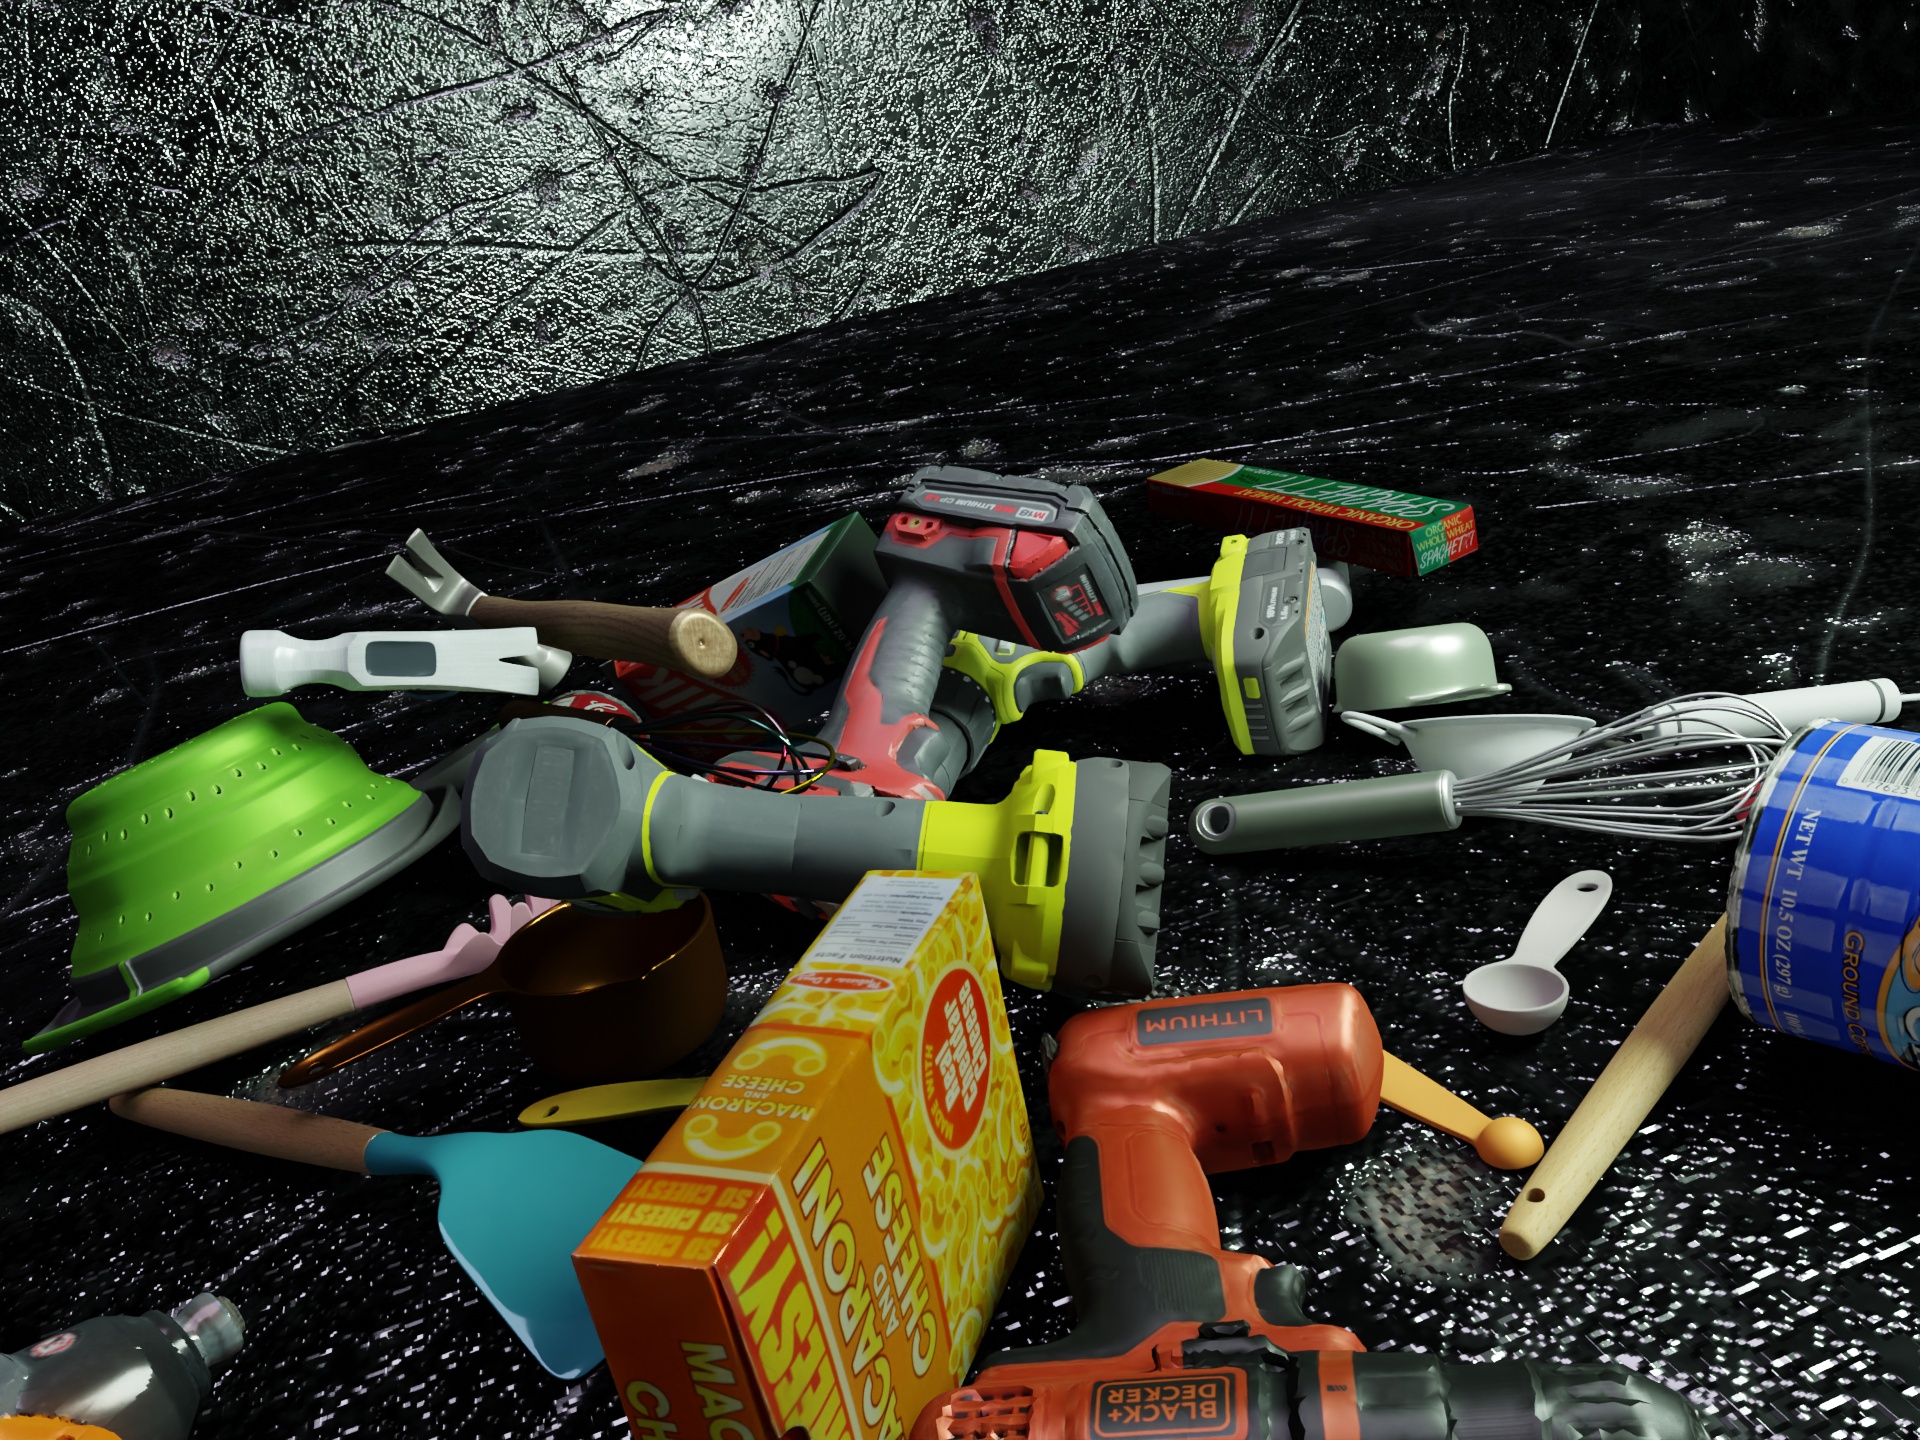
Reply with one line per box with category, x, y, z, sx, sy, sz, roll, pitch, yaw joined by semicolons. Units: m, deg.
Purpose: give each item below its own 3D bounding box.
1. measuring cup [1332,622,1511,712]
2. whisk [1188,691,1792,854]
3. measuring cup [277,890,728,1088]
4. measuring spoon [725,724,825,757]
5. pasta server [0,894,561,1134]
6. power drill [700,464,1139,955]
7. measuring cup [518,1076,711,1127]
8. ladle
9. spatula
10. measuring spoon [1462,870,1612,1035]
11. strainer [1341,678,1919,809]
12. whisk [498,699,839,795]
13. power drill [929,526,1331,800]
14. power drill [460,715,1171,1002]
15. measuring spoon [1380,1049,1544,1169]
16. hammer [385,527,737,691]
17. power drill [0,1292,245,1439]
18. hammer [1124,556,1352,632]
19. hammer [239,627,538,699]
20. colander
measuring cup;0.219;-0.027;0.729;0.083;0.038;0.167;-7;-1;1
whisk;0.207;0.031;0.643;0.246;0.058;0.059;-10;-22;31
measuring cup;-0.174;0.123;0.630;0.173;0.052;0.095;-23;24;-21
measuring spoon;-0.098;0.020;0.897;0.128;0.021;0.042;-8;24;35
pasta server;-0.293;0.120;0.685;0.316;0.040;0.060;-18;6;-26
power drill;-0.001;-0.002;0.725;0.188;0.080;0.227;15;62;35
measuring cup;-0.100;0.148;0.580;0.156;0.029;0.062;-13;19;32
ladle;0.260;0.081;0.544;0.069;0.031;0.315;5;29;45
spatula;-0.227;0.167;0.590;0.317;0.044;0.082;-2;24;36
measuring spoon;0.216;0.084;0.579;0.034;0.018;0.124;5;20;35
strainer;0.295;0.006;0.687;0.258;0.050;0.087;-7;-8;-2
whisk;-0.146;0.011;0.725;0.245;0.051;0.047;7;63;45
power drill;0.069;-0.023;0.827;0.228;0.080;0.191;-7;30;20
power drill;-0.044;0.049;0.571;0.223;0.080;0.171;6;-10;2
measuring spoon;0.144;0.117;0.530;0.021;0.011;0.117;-23;24;-25
hammer;-0.208;-0.051;0.831;0.331;0.130;0.031;9;65;55
power drill;-0.209;0.217;0.384;0.226;0.084;0.164;1;24;38
hammer;0.041;-0.074;1.019;0.405;0.035;0.144;-6;23;14
hammer;-0.298;-0.028;0.871;0.128;0.033;0.331;-2;1;-15
colander;-0.334;0.028;0.838;0.204;0.094;0.397;-22;12;20
